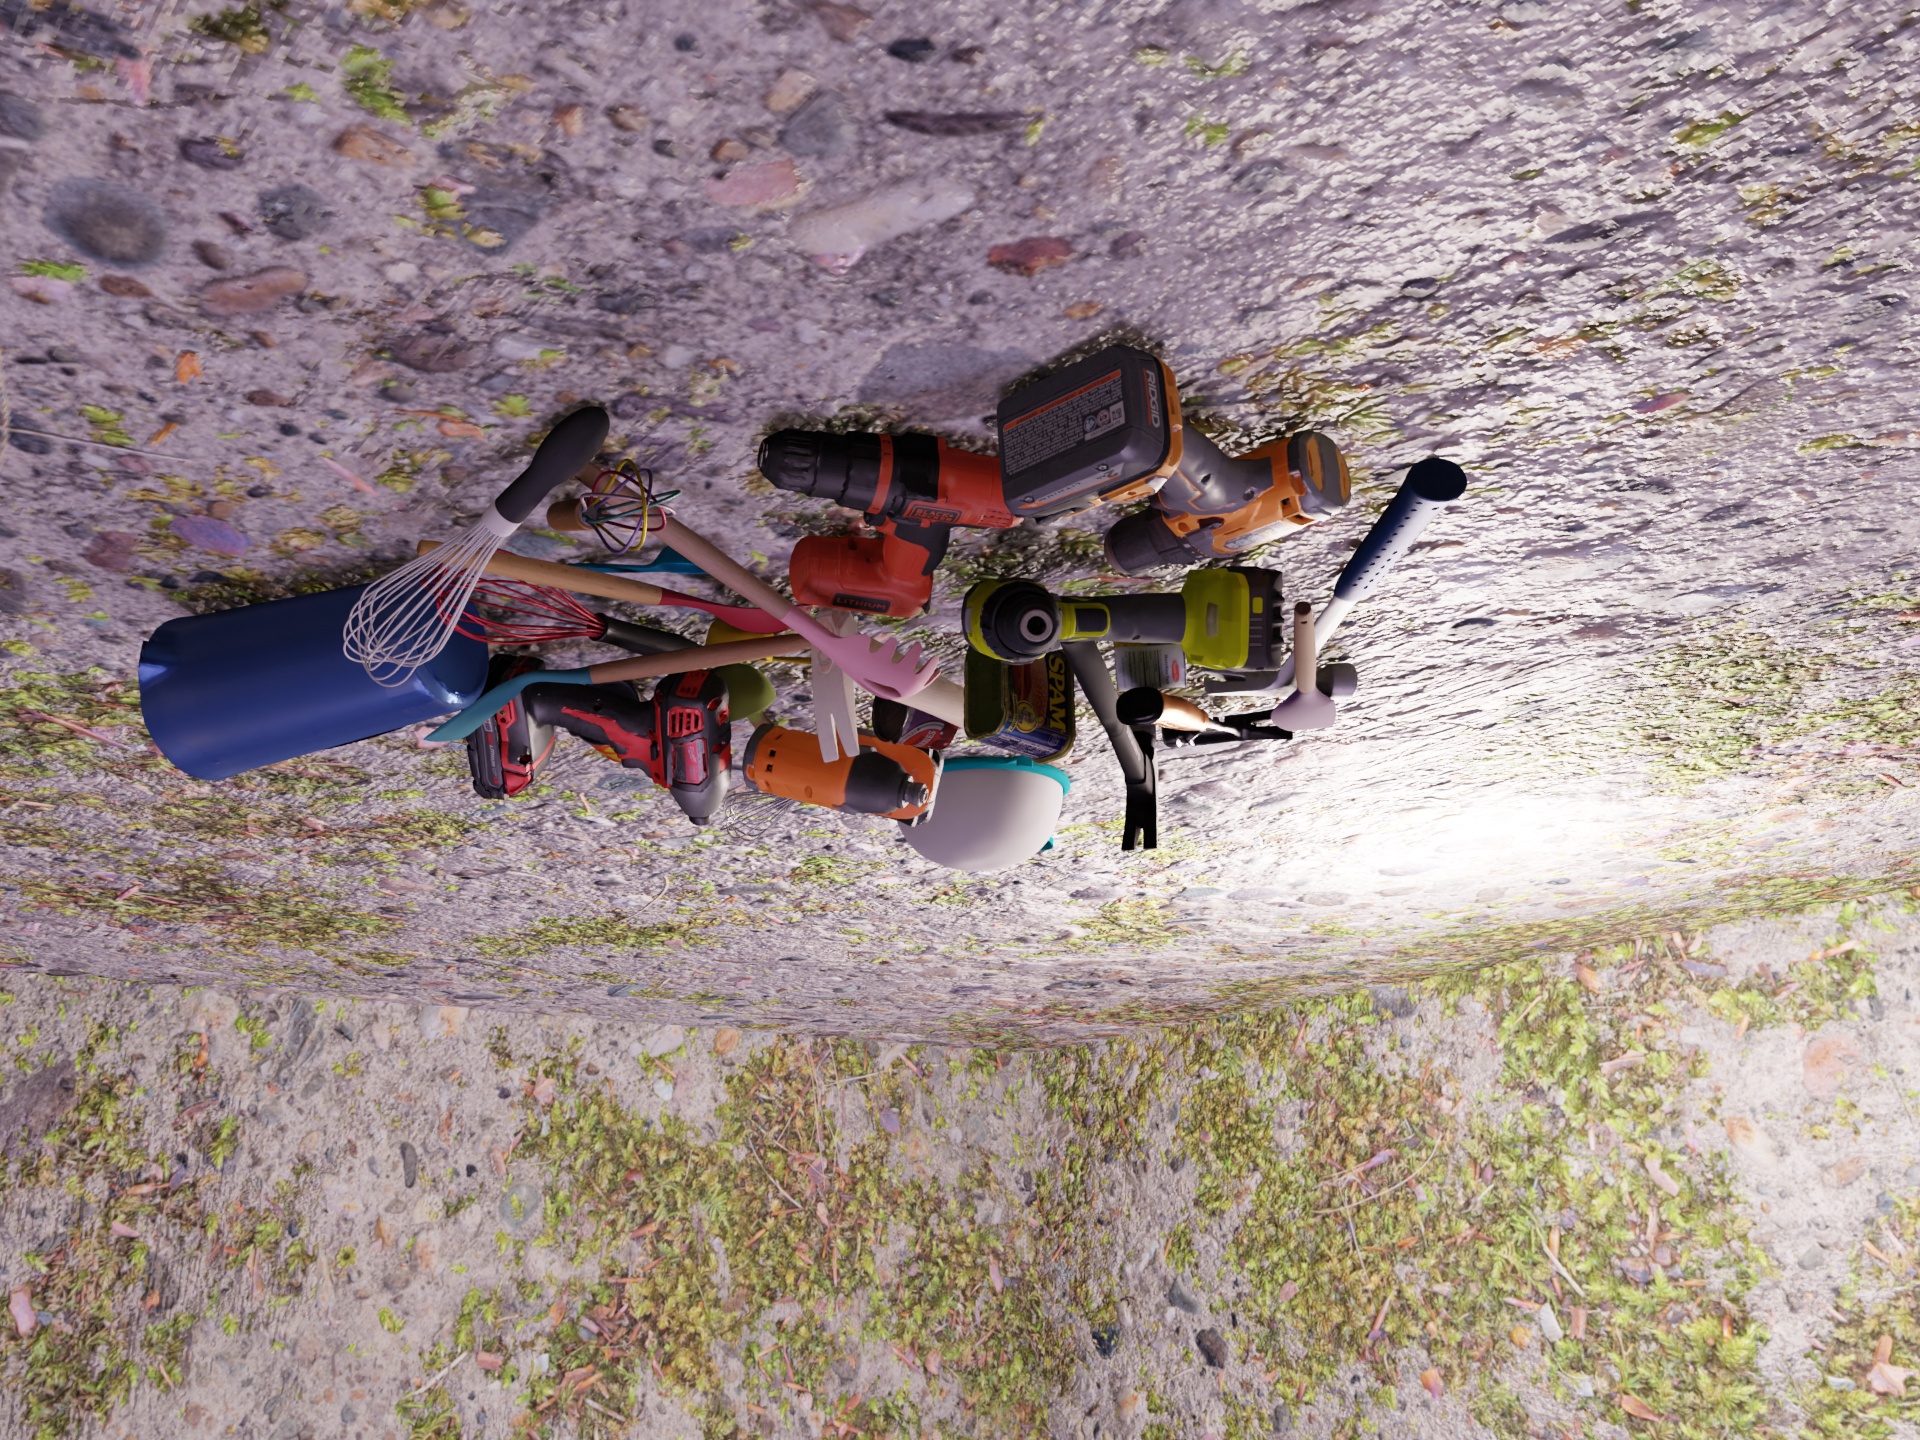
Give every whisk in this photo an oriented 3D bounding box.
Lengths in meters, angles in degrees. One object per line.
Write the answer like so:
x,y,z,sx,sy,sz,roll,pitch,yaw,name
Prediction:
-0.322,-0.117,1.055,0.284,0.070,0.070,-38,144,28,whisk
-0.179,0.081,1.733,0.246,0.058,0.059,-23,-174,39,whisk
-0.228,-0.136,1.008,0.051,0.047,0.245,-38,-160,-17,whisk
-0.299,-0.078,1.247,0.073,0.073,0.295,-14,164,29,whisk

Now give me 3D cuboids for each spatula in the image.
0.294,-0.038,1.365,0.060,0.018,0.315,-6,161,10,spatula
-0.266,-0.030,1.267,0.317,0.044,0.082,-9,178,3,spatula

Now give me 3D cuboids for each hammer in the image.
0.209,-0.002,1.421,0.127,0.034,0.336,-5,175,20,hammer
-0.002,-0.004,1.386,0.038,0.146,0.410,-13,163,28,hammer
0.135,-0.001,1.427,0.035,0.146,0.334,-6,152,16,hammer
0.304,-0.098,1.279,0.144,0.035,0.405,-1,161,-5,hammer

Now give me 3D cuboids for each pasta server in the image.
-0.142,-0.098,1.120,0.316,0.040,0.060,35,153,-27,pasta server

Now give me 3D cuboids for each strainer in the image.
0.043,0.135,1.822,0.211,0.095,0.340,-10,158,20,strainer

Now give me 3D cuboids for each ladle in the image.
-0.188,0.015,1.521,0.078,0.062,0.320,-12,163,3,ladle
-0.249,-0.099,1.189,0.315,0.031,0.069,9,173,-37,ladle

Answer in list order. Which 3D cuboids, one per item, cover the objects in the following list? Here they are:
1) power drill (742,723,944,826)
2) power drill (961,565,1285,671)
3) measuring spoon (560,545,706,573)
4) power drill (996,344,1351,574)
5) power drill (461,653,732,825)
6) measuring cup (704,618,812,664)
-0.087,0.053,1.473,0.164,0.084,0.226,13,180,15,power drill
0.120,-0.075,1.188,0.228,0.080,0.190,-1,-174,-7,power drill
-0.245,-0.123,1.189,0.128,0.021,0.042,1,175,18,measuring spoon
0.120,-0.155,1.042,0.185,0.084,0.226,-18,160,42,power drill
-0.303,0.019,1.359,0.219,0.079,0.143,6,123,6,power drill
-0.153,-0.065,1.347,0.062,0.029,0.156,13,-175,34,measuring cup
